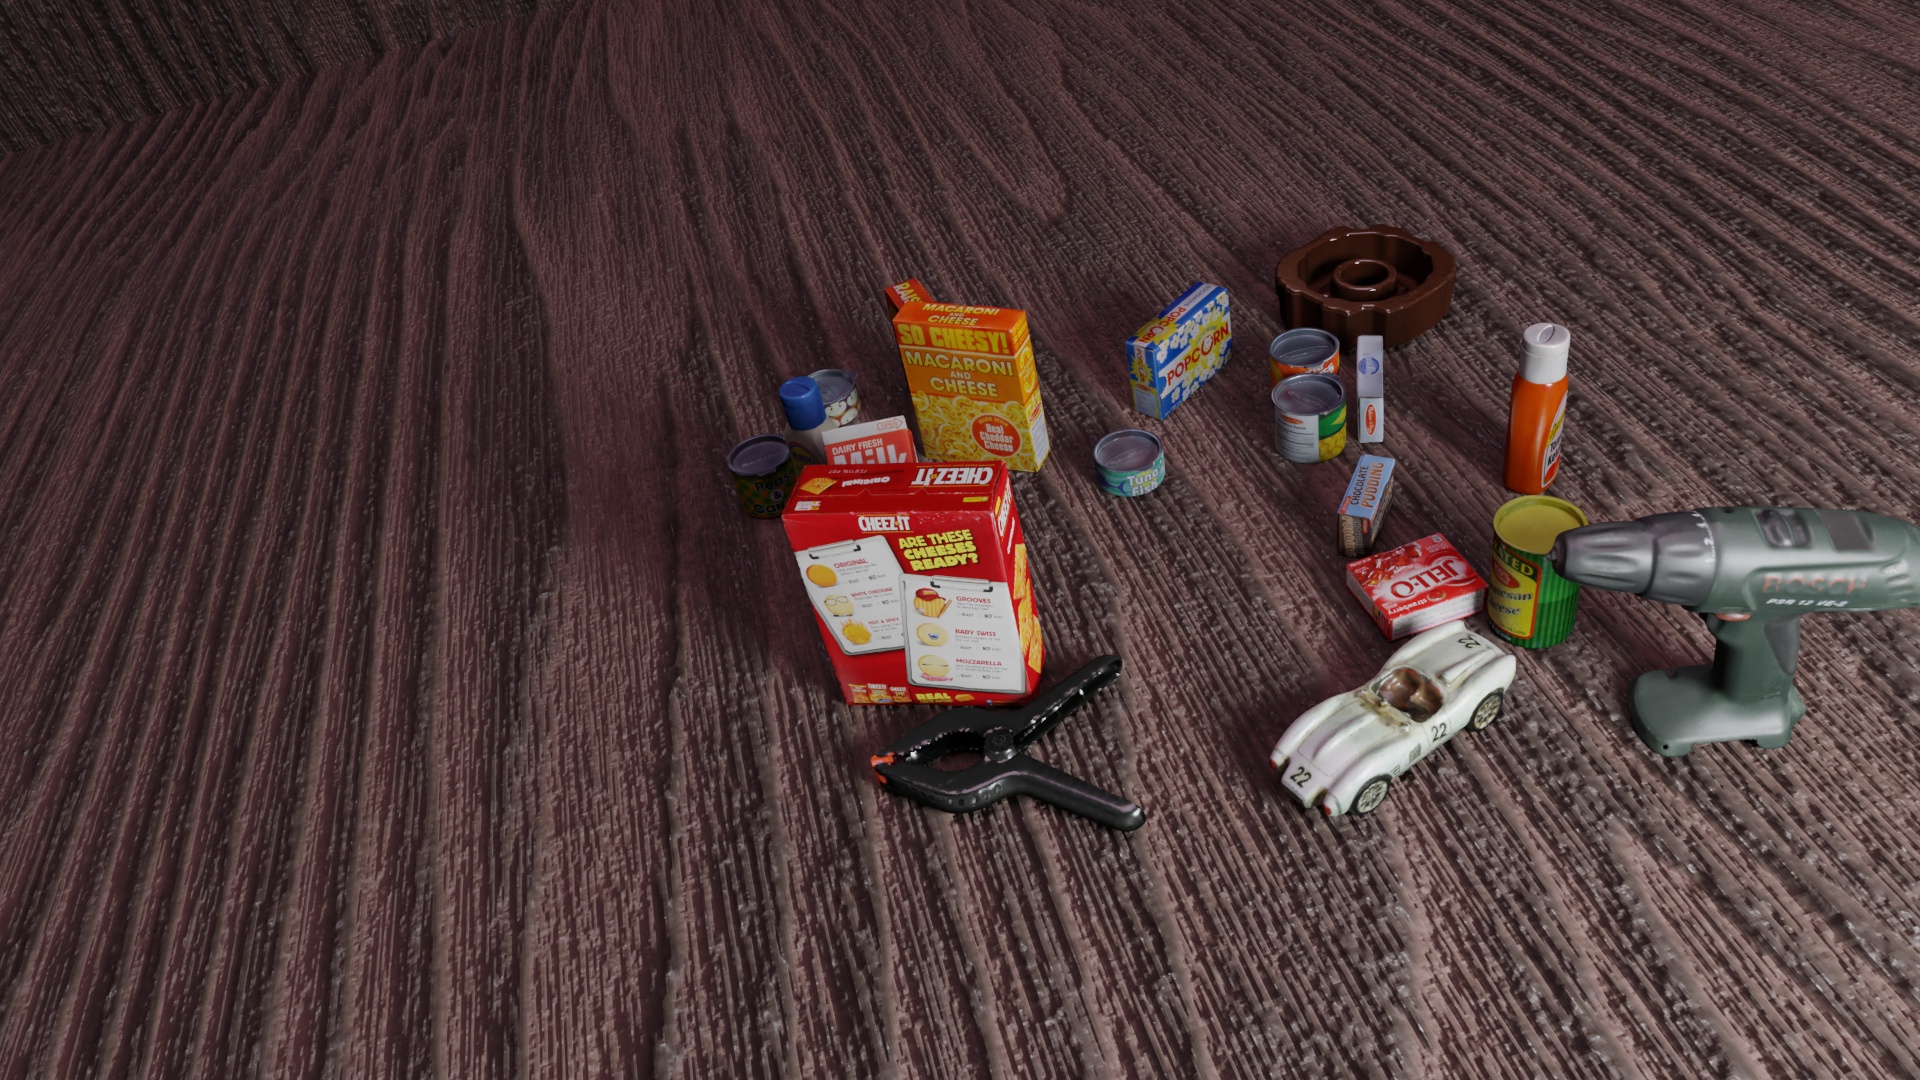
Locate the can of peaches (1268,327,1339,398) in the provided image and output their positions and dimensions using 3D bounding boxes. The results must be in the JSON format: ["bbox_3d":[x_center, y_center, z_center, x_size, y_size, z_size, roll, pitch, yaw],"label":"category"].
[{"bbox_3d":[0.334,-0.163,1.347,0.071,0.057,0.071,-8,40,7],"label":"can of peaches"}]

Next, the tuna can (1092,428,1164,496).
[{"bbox_3d":[0.160,-0.072,1.308,0.071,0.032,0.071,-8,40,7],"label":"tuna can"}]

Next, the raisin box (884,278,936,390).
[{"bbox_3d":[-0.037,-0.197,1.437,0.040,0.122,0.086,-21,40,-9],"label":"raisin box"}]

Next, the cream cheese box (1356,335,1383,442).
[{"bbox_3d":[0.387,-0.144,1.314,0.024,0.053,0.104,0,42,16],"label":"cream cheese box"}]

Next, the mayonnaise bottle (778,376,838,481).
[{"bbox_3d":[-0.136,-0.085,1.314,0.065,0.147,0.041,22,51,35],"label":"mayonnaise bottle"}]

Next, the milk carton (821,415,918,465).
[{"bbox_3d":[-0.064,-0.025,1.191,0.072,0.189,0.074,-12,40,2],"label":"milk carton"}]

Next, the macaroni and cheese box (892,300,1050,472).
[{"bbox_3d":[0.012,-0.148,1.332,0.124,0.165,0.040,9,45,24],"label":"macaroni and cheese box"}]

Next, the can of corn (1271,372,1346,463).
[{"bbox_3d":[0.326,-0.115,1.293,0.071,0.058,0.071,-8,40,7],"label":"can of corn"}]

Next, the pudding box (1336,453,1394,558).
[{"bbox_3d":[0.349,-0.030,1.194,0.030,0.049,0.084,11,46,26],"label":"pudding box"}]

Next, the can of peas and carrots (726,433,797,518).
[{"bbox_3d":[-0.190,-0.062,1.371,0.071,0.058,0.071,-8,40,7],"label":"can of peas and carrots"}]

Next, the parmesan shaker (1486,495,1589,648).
[{"bbox_3d":[0.441,0.027,1.061,0.071,0.102,0.072,-8,40,7],"label":"parmesan shaker"}]

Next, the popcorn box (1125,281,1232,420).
[{"bbox_3d":[0.220,-0.191,1.389,0.038,0.084,0.127,25,53,37],"label":"popcorn box"}]

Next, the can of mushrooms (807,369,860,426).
[{"bbox_3d":[-0.139,-0.152,1.481,0.071,0.033,0.071,-8,40,7],"label":"can of mushrooms"}]

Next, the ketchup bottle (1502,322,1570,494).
[{"bbox_3d":[0.488,-0.113,1.176,0.043,0.148,0.065,16,48,31],"label":"ketchup bottle"}]
